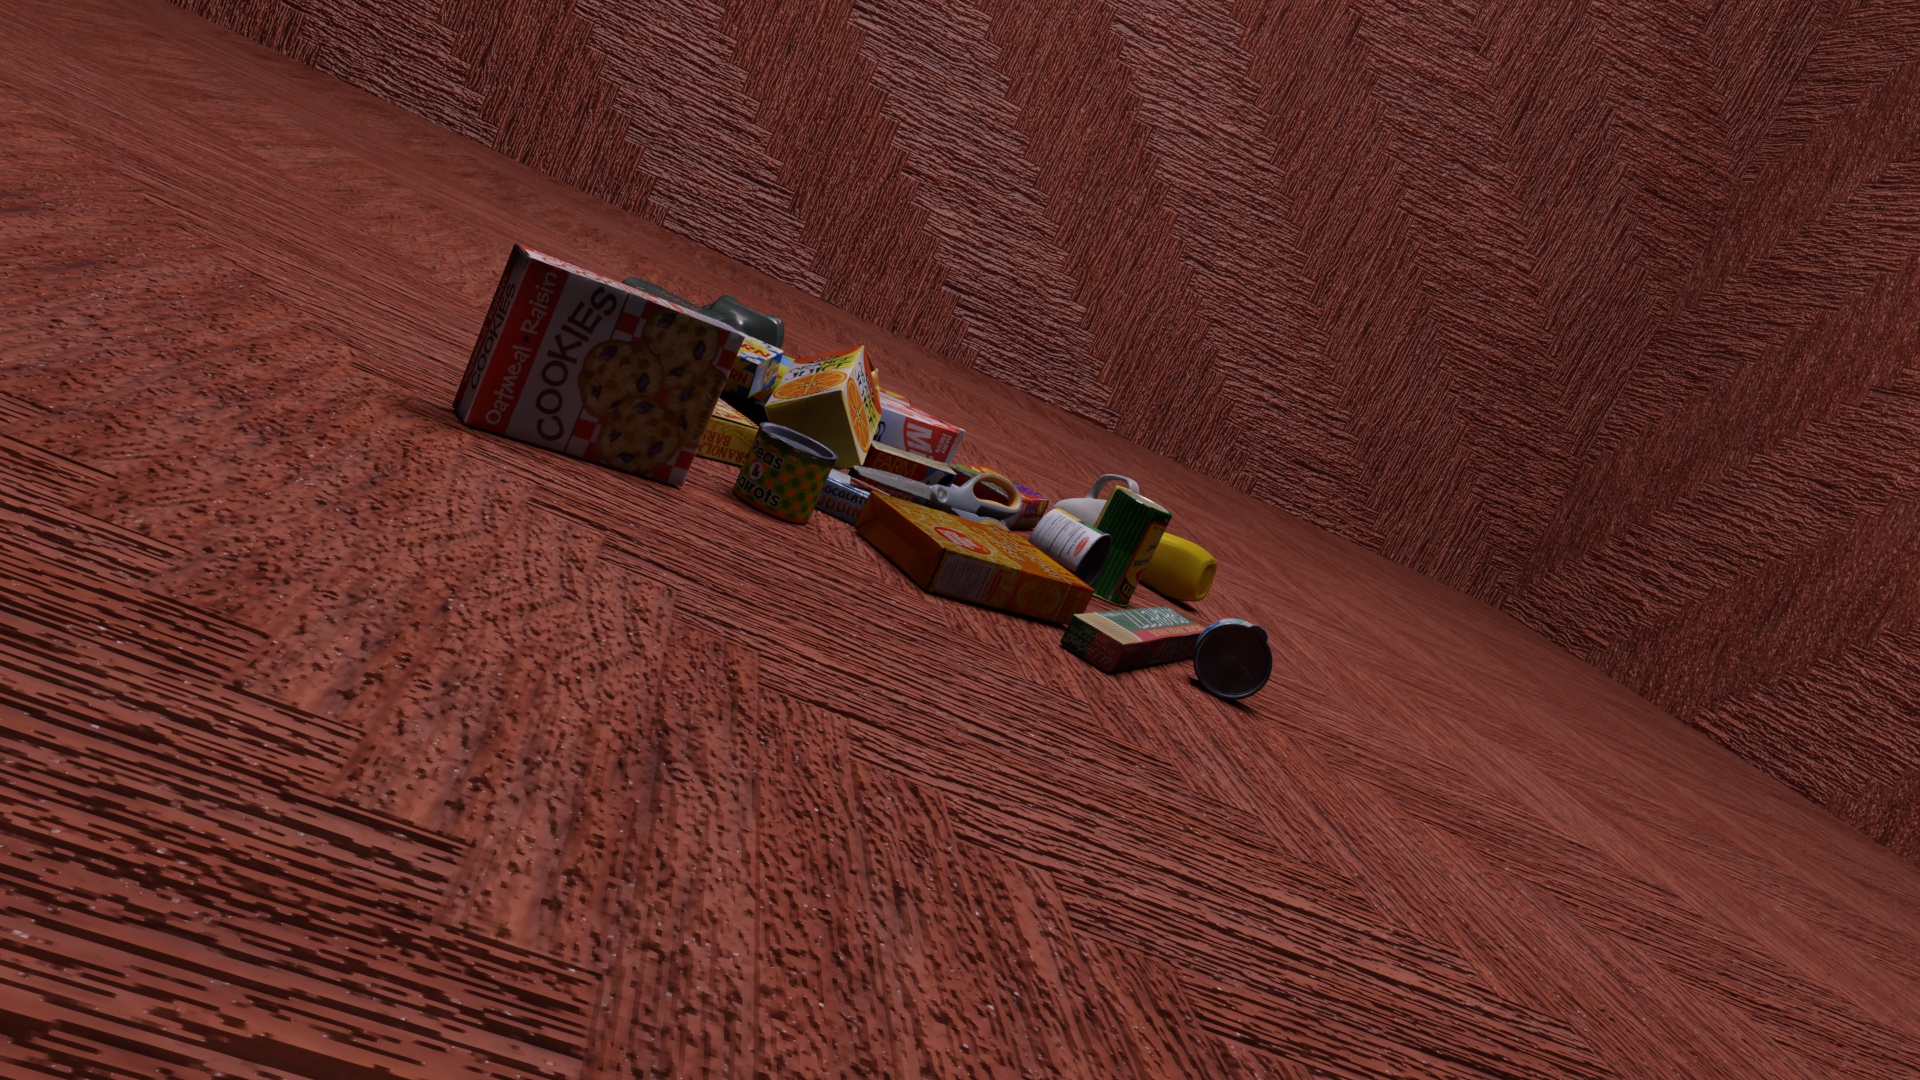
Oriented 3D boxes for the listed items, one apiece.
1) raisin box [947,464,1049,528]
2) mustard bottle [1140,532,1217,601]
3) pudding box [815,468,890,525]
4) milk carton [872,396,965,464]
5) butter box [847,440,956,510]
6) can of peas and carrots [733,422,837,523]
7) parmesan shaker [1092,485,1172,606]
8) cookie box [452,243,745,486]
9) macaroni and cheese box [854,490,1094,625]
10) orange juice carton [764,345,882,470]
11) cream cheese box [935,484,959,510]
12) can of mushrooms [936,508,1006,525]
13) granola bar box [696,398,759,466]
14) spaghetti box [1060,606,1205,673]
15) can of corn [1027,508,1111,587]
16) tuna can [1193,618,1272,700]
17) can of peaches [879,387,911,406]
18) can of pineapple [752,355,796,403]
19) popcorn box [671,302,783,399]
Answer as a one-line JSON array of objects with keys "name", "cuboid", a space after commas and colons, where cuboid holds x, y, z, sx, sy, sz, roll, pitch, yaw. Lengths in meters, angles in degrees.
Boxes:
[{"name": "raisin box", "cuboid": [0.035, -0.047, 1.517, 0.086, 0.040, 0.123, 29, 12, 20]}, {"name": "mustard bottle", "cuboid": [0.209, 0.014, 1.562, 0.160, 0.065, 0.049, 28, 14, 33]}, {"name": "pudding box", "cuboid": [-0.102, -0.039, 1.189, 0.084, 0.030, 0.050, 24, 10, -8]}, {"name": "milk carton", "cuboid": [-0.075, -0.108, 1.466, 0.190, 0.072, 0.073, 16, 14, -43]}, {"name": "butter box", "cuboid": [-0.058, -0.058, 1.321, 0.103, 0.053, 0.024, 16, 17, -39]}, {"name": "can of peas and carrots", "cuboid": [-0.140, -0.053, 1.094, 0.071, 0.058, 0.071, 24, 11, -5]}, {"name": "parmesan shaker", "cuboid": [0.158, 0.005, 1.375, 0.071, 0.103, 0.071, 25, 10, -5]}, {"name": "cookie box", "cuboid": [-0.253, -0.120, 0.980, 0.167, 0.122, 0.040, 17, 12, -38]}, {"name": "macaroni and cheese box", "cuboid": [0.012, 0.016, 1.158, 0.166, 0.040, 0.124, 16, 14, -39]}, {"name": "orange juice carton", "cuboid": [-0.121, -0.127, 1.289, 0.072, 0.072, 0.193, -11, 22, 8]}, {"name": "cream cheese box", "cuboid": [-0.011, -0.038, 1.408, 0.053, 0.024, 0.104, 23, 11, -21]}, {"name": "can of mushrooms", "cuboid": [0.005, -0.017, 1.317, 0.071, 0.033, 0.071, 25, 11, -5]}, {"name": "granola bar box", "cuboid": [-0.265, -0.124, 1.198, 0.124, 0.039, 0.166, 14, 16, -48]}, {"name": "spaghetti box", "cuboid": [0.156, 0.083, 1.199, 0.050, 0.028, 0.250, 31, 12, 23]}, {"name": "can of corn", "cuboid": [0.102, 0.012, 1.322, 0.058, 0.071, 0.071, 30, 11, 24]}, {"name": "tuna can", "cuboid": [0.234, 0.099, 1.188, 0.071, 0.071, 0.033, 27, 9, 5]}, {"name": "can of peaches", "cuboid": [-0.099, -0.143, 1.605, 0.058, 0.071, 0.071, 20, 12, -25]}, {"name": "can of pineapple", "cuboid": [-0.204, -0.167, 1.477, 0.058, 0.071, 0.071, 17, 13, -37]}, {"name": "popcorn box", "cuboid": [-0.243, -0.183, 1.329, 0.127, 0.038, 0.085, 24, 18, 3]}]
